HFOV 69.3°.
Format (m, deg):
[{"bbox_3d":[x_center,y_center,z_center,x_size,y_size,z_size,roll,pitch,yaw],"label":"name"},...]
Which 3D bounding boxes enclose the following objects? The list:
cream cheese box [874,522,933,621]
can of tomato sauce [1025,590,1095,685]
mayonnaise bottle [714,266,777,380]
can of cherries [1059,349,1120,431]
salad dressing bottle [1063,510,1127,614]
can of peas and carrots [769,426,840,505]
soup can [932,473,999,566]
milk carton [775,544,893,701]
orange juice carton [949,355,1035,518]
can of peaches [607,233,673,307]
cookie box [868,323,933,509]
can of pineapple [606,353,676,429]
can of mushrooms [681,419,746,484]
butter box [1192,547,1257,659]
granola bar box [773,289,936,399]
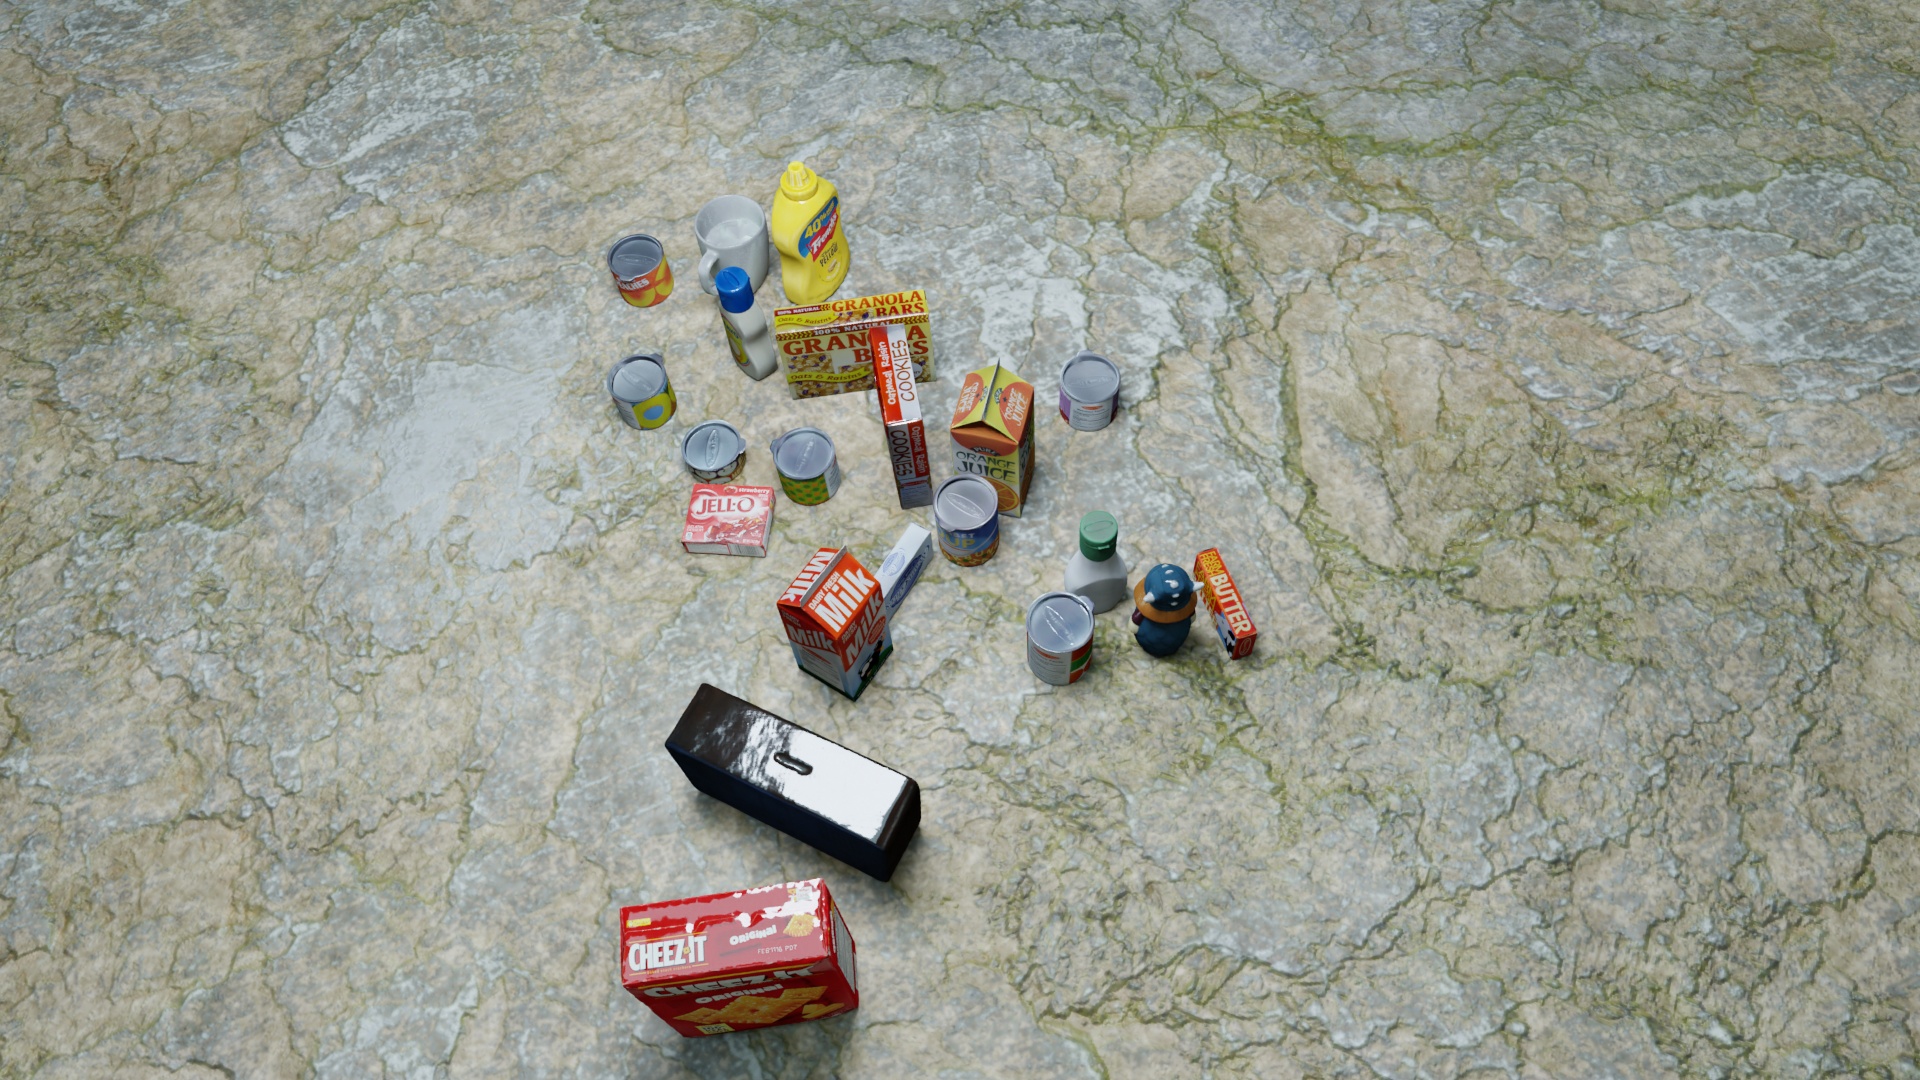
[{"bbox_3d":[-0.065,0.037,1.428,0.024,0.053,0.104,26,65,17],"label":"cream cheese box"},{"bbox_3d":[0.099,0.096,1.369,0.071,0.082,0.071,-1,61,2],"label":"can of tomato sauce"},{"bbox_3d":[-0.241,-0.243,1.541,0.041,0.147,0.065,-36,65,-16],"label":"mayonnaise bottle"},{"bbox_3d":[0.142,-0.164,1.527,0.071,0.058,0.072,-1,61,2],"label":"can of cherries"},{"bbox_3d":[0.135,0.022,1.372,0.064,0.147,0.044,-12,61,-4],"label":"salad dressing bottle"},{"bbox_3d":[-0.167,-0.080,1.496,0.071,0.058,0.071,-1,61,2],"label":"can of peas and carrots"},{"bbox_3d":[0.005,-0.018,1.438,0.071,0.083,0.071,-1,61,2],"label":"soup can"},{"bbox_3d":[-0.120,0.074,1.331,0.073,0.189,0.072,29,66,18],"label":"milk carton"},{"bbox_3d":[0.034,-0.106,1.423,0.073,0.191,0.072,12,62,10],"label":"orange juice carton"},{"bbox_3d":[-0.378,-0.316,1.641,0.071,0.057,0.071,-1,61,2],"label":"can of peaches"},{"bbox_3d":[-0.062,-0.128,1.456,0.040,0.166,0.123,-10,61,-3],"label":"cookie box"},{"bbox_3d":[-0.354,-0.167,1.556,0.071,0.057,0.071,-1,61,2],"label":"can of pineapple"},{"bbox_3d":[-0.268,-0.096,1.525,0.071,0.033,0.071,-1,61,2],"label":"can of mushrooms"},{"bbox_3d":[0.264,0.063,1.396,0.024,0.053,0.104,-17,61,-6],"label":"butter box"},{"bbox_3d":[-0.114,-0.216,1.532,0.166,0.123,0.039,-8,61,-1],"label":"granola bar box"}]
